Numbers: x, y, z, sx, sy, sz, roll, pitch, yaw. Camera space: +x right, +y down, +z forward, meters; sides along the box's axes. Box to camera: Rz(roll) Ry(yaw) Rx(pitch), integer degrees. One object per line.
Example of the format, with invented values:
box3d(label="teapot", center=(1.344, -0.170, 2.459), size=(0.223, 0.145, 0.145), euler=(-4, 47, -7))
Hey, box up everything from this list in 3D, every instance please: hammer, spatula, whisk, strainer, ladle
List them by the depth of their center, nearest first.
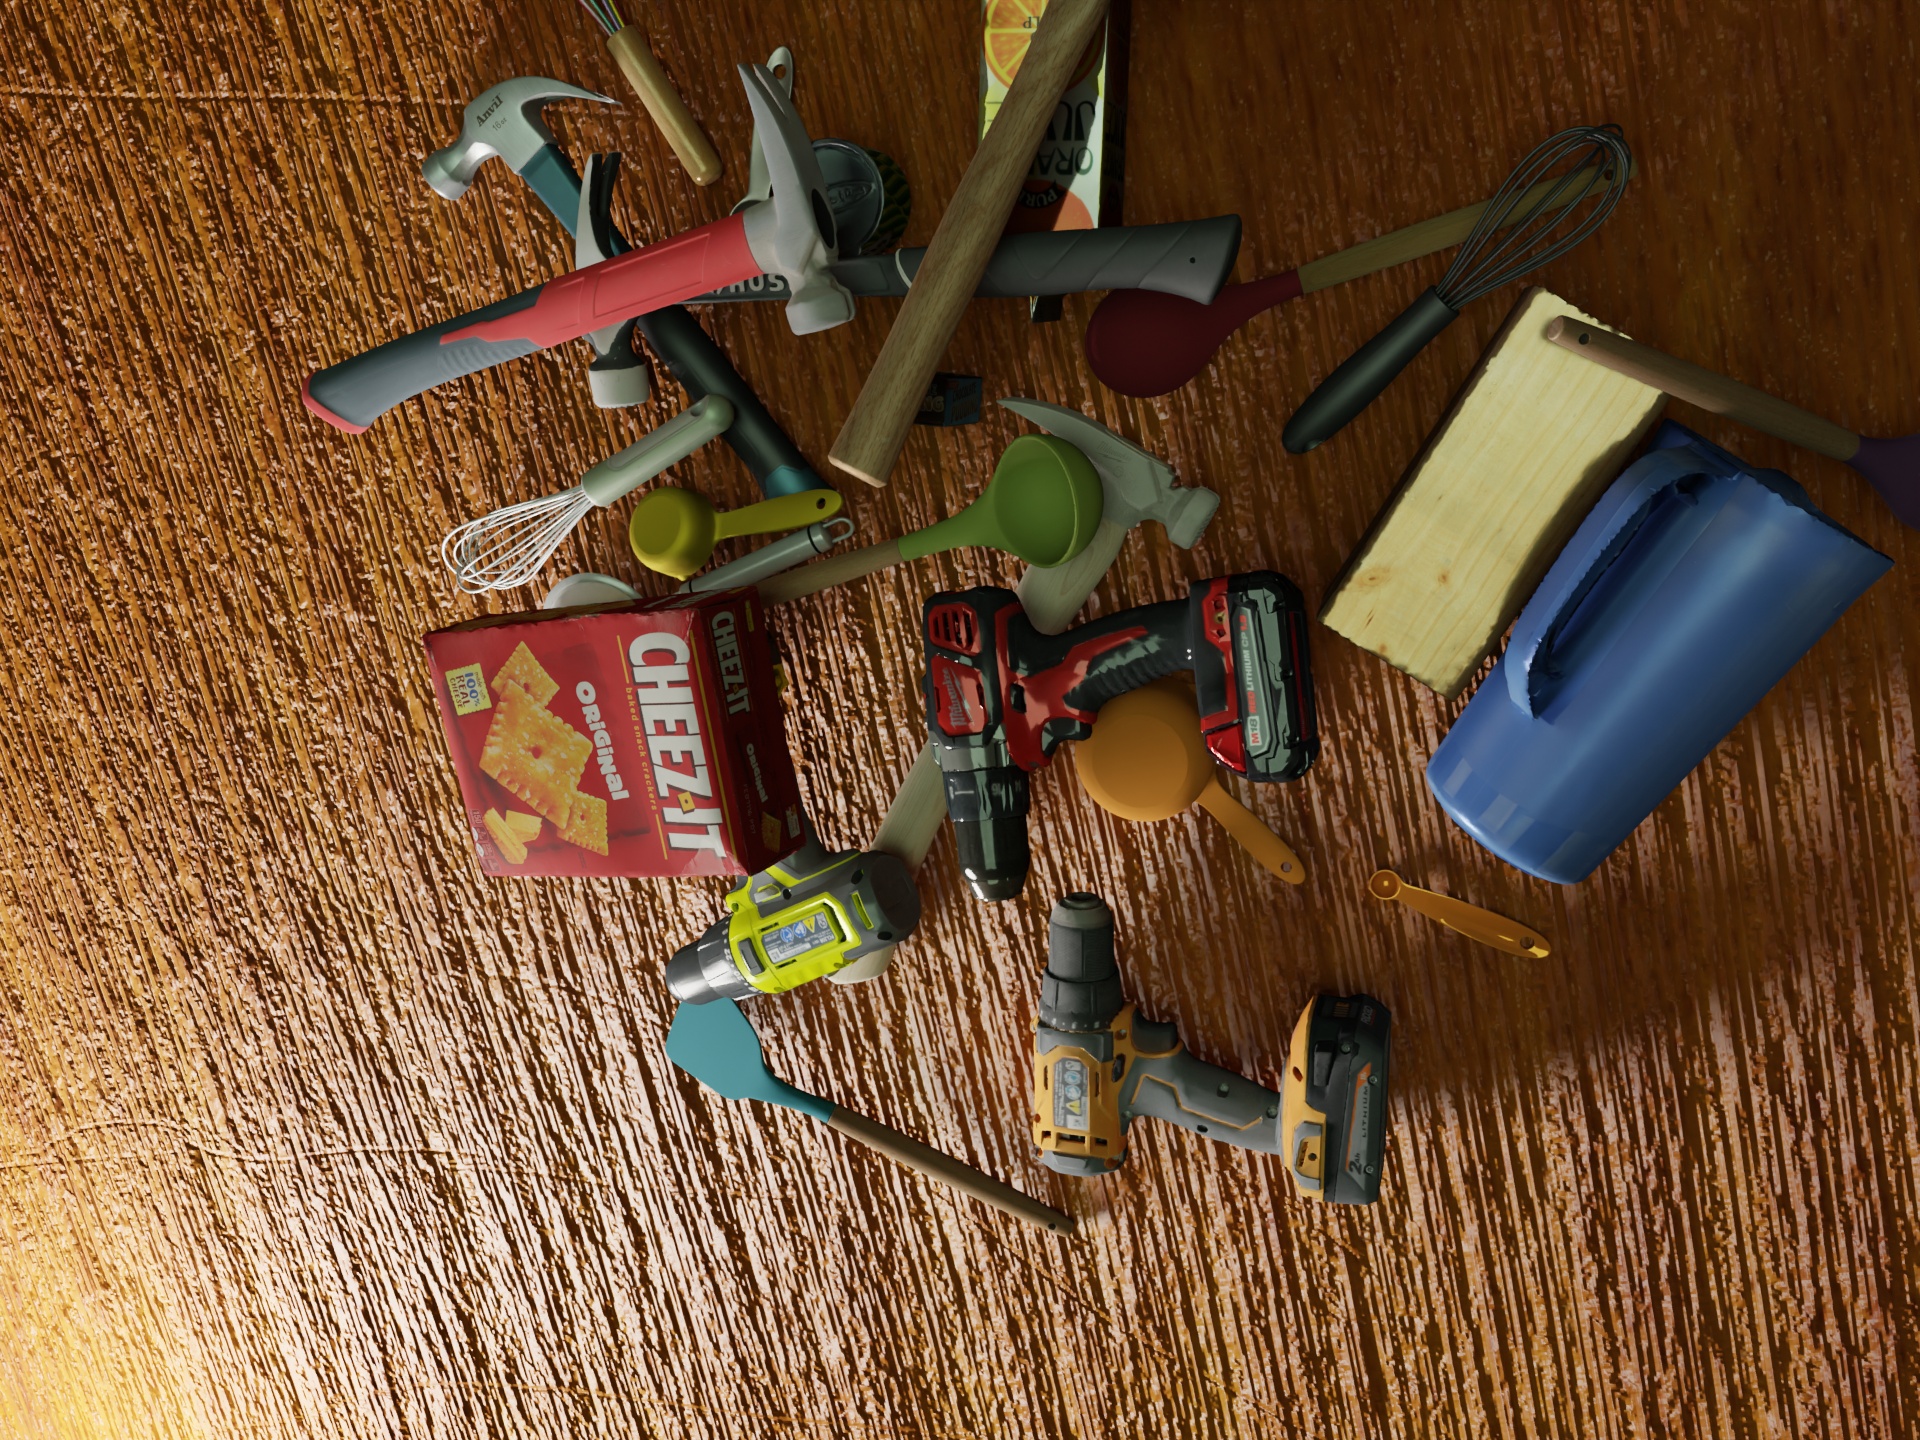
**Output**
box3d(label="spatula", center=(0.434, -0.149, 0.810), size=(0.315, 0.018, 0.059), euler=(16, 110, -15))
box3d(label="hammer", center=(0.014, -0.279, 0.830), size=(0.130, 0.031, 0.331), euler=(28, 95, 17))
box3d(label="whisk", center=(0.266, -0.230, 0.874), size=(0.055, 0.055, 0.239), euler=(46, 122, 0))
box3d(label="hammer", center=(-0.044, -0.256, 0.896), size=(0.409, 0.036, 0.149), euler=(3, 112, 22))
box3d(label="ladle", center=(0.218, -0.256, 0.900), size=(0.315, 0.031, 0.069), euler=(-16, 101, 17))
box3d(label="hammer", center=(-0.249, -0.256, 0.942), size=(0.386, 0.038, 0.143), euler=(-10, 105, 26))
box3d(label="ladle", center=(-0.063, -0.096, 0.962), size=(0.320, 0.062, 0.078), euler=(-16, 90, 20))
box3d(label="whisk", center=(-0.217, -0.436, 0.963), size=(0.047, 0.051, 0.245), euler=(-31, 97, 14))
box3d(label="hammer", center=(-0.197, -0.262, 1.007), size=(0.128, 0.033, 0.331), euler=(-37, 92, 21))
box3d(label="hammer", center=(-0.002, -0.003, 1.019), size=(0.146, 0.038, 0.410), euler=(32, 110, 7))
box3d(label="whisk", center=(-0.242, -0.146, 1.026), size=(0.246, 0.058, 0.059), euler=(-26, 136, 26))
box3d(label="strainer", center=(-0.184, -0.080, 1.048), size=(0.258, 0.050, 0.086), euler=(-22, 110, 16))
box3d(label="spatula", center=(-0.063, 0.280, 1.116), size=(0.317, 0.044, 0.082), euler=(26, 109, 3))

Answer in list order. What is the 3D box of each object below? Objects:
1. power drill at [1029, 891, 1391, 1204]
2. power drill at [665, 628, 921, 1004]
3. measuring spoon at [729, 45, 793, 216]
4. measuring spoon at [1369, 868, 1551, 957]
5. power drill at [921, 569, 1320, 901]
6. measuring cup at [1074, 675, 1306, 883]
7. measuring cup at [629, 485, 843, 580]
box3d(label="power drill", center=(0.154, 0.206, 1.010), size=(0.226, 0.084, 0.185), euler=(3, 103, 19))
box3d(label="power drill", center=(-0.151, 0.071, 1.041), size=(0.190, 0.080, 0.228), euler=(-24, 91, 27))
box3d(label="measuring spoon", center=(-0.117, -0.348, 0.975), size=(0.034, 0.018, 0.124), euler=(13, 100, 12))
box3d(label="measuring spoon", center=(0.308, 0.119, 0.981), size=(0.117, 0.011, 0.021), euler=(22, 108, 5))
box3d(label="power drill", center=(0.087, 0.007, 0.922), size=(0.227, 0.080, 0.188), euler=(-5, 91, 22))
box3d(label="measuring cup", center=(0.145, 0.047, 0.981), size=(0.173, 0.052, 0.095), euler=(43, 110, 4))
box3d(label="measuring cup", center=(-0.144, -0.127, 0.992), size=(0.156, 0.029, 0.062), euler=(-7, 81, 31))
